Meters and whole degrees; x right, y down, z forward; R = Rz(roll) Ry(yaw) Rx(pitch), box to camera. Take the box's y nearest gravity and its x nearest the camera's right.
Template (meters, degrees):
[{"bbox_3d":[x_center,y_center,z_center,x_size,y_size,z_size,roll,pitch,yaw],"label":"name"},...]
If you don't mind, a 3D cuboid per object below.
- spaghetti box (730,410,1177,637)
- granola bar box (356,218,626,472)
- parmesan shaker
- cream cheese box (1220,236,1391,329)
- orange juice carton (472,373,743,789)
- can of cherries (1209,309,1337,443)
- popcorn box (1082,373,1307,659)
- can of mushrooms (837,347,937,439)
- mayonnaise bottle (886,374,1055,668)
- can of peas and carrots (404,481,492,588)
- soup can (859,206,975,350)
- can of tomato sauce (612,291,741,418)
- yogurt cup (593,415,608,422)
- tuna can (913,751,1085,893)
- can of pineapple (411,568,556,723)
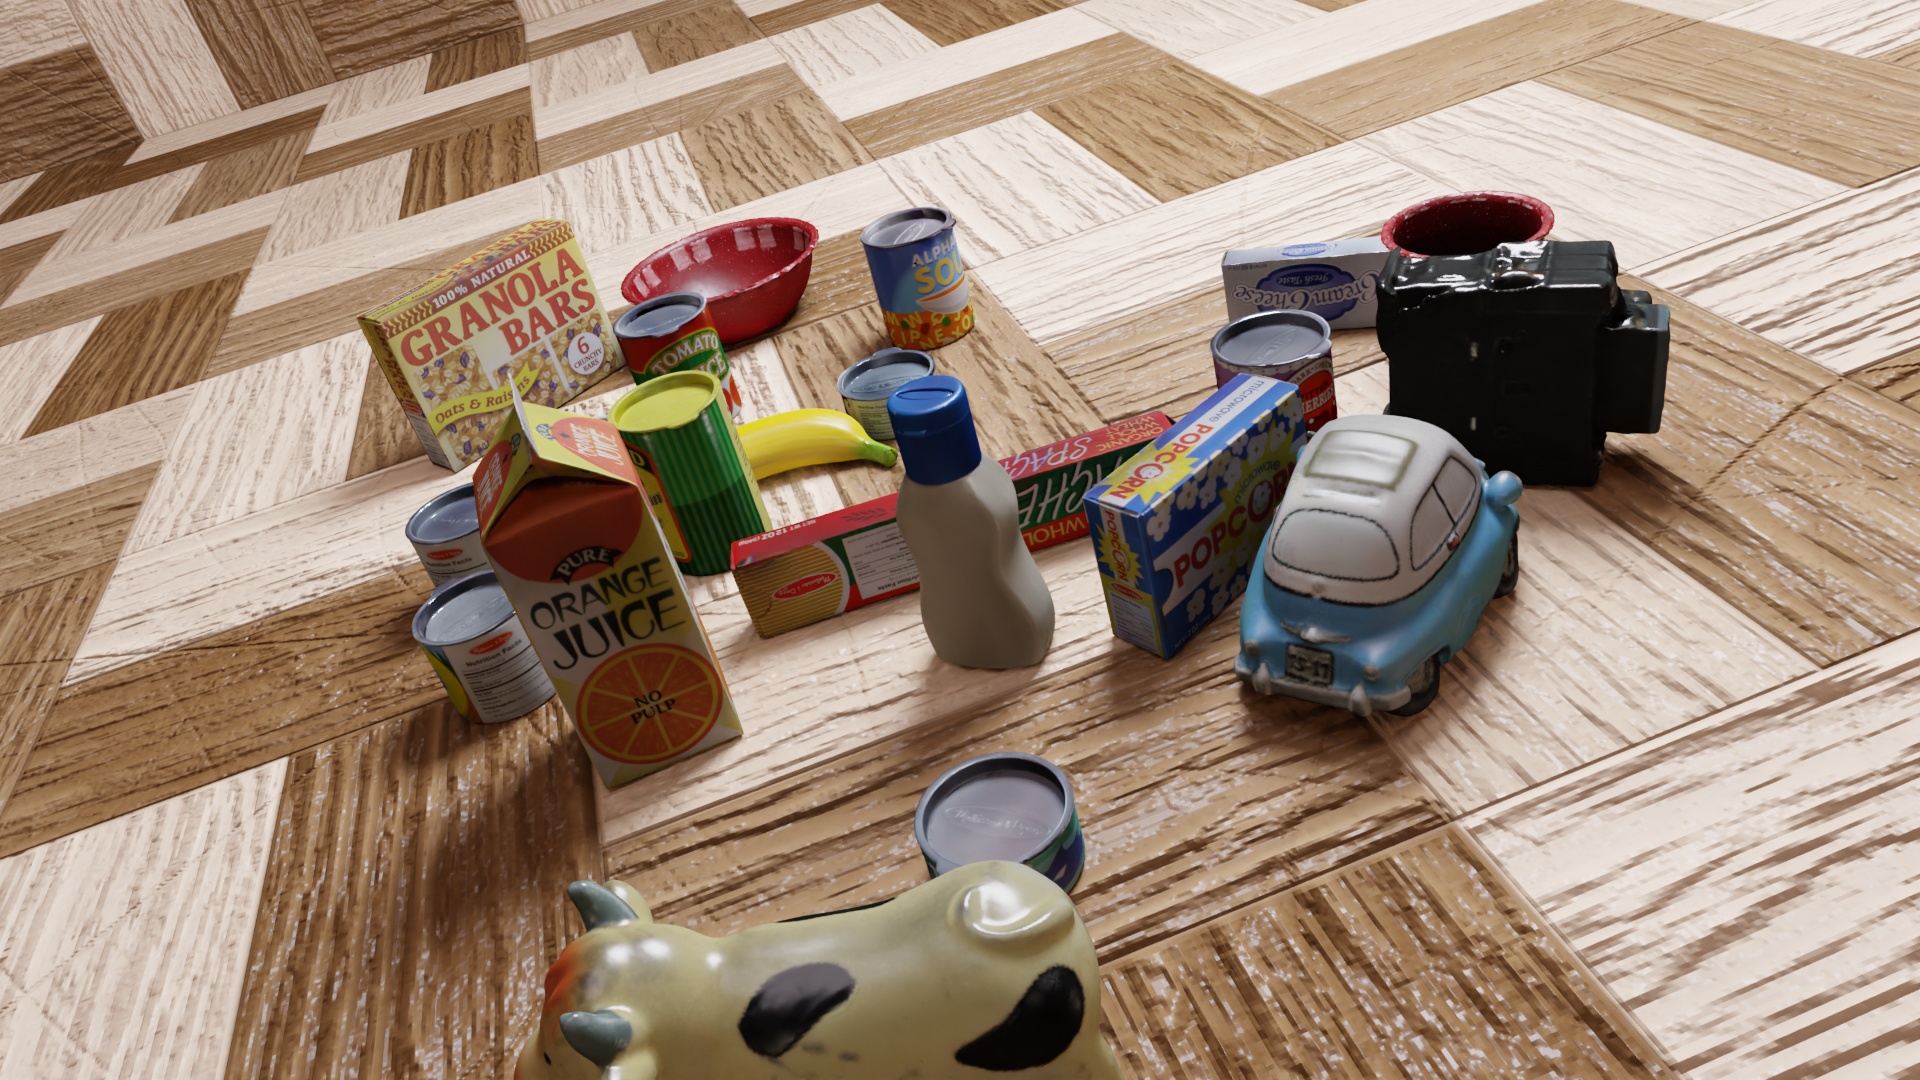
[{"bbox_3d":[0.003,-0.009,0.750,0.250,0.050,0.029,-18,33,-3],"label":"spaghetti box"},{"bbox_3d":[-0.342,-0.147,1.028,0.039,0.123,0.166,15,44,39],"label":"granola bar box"},{"bbox_3d":[-0.154,-0.037,0.807,0.071,0.102,0.072,-11,33,7],"label":"parmesan shaker"},{"bbox_3d":[0.221,-0.160,0.881,0.104,0.053,0.024,-2,35,20],"label":"cream cheese box"},{"bbox_3d":[-0.172,0.016,0.654,0.073,0.191,0.072,-22,33,-10],"label":"orange juice carton"},{"bbox_3d":[0.180,-0.090,0.788,0.071,0.058,0.072,-11,33,7],"label":"can of cherries"},{"bbox_3d":[0.120,-0.014,0.677,0.127,0.084,0.038,-37,38,-29],"label":"popcorn box"},{"bbox_3d":[-0.045,-0.097,0.915,0.071,0.033,0.071,-11,33,7],"label":"can of mushrooms"},{"bbox_3d":[0.001,-0.006,0.656,0.065,0.147,0.041,1,36,24],"label":"mayonnaise bottle"},{"bbox_3d":[-0.291,0.003,0.844,0.071,0.058,0.071,-11,33,7],"label":"can of peas and carrots"},{"bbox_3d":[-0.027,-0.187,0.996,0.071,0.083,0.072,-11,33,7],"label":"soup can"},{"bbox_3d":[-0.195,-0.121,0.966,0.071,0.082,0.071,-11,33,7],"label":"can of tomato sauce"},{"bbox_3d":[-0.231,-0.041,0.890,0.072,0.053,0.073,-11,33,7],"label":"yogurt cup"},{"bbox_3d":[0.015,0.122,0.565,0.071,0.032,0.071,-11,33,7],"label":"tuna can"},{"bbox_3d":[-0.253,0.056,0.751,0.071,0.057,0.071,-11,33,7],"label":"can of pineapple"}]
